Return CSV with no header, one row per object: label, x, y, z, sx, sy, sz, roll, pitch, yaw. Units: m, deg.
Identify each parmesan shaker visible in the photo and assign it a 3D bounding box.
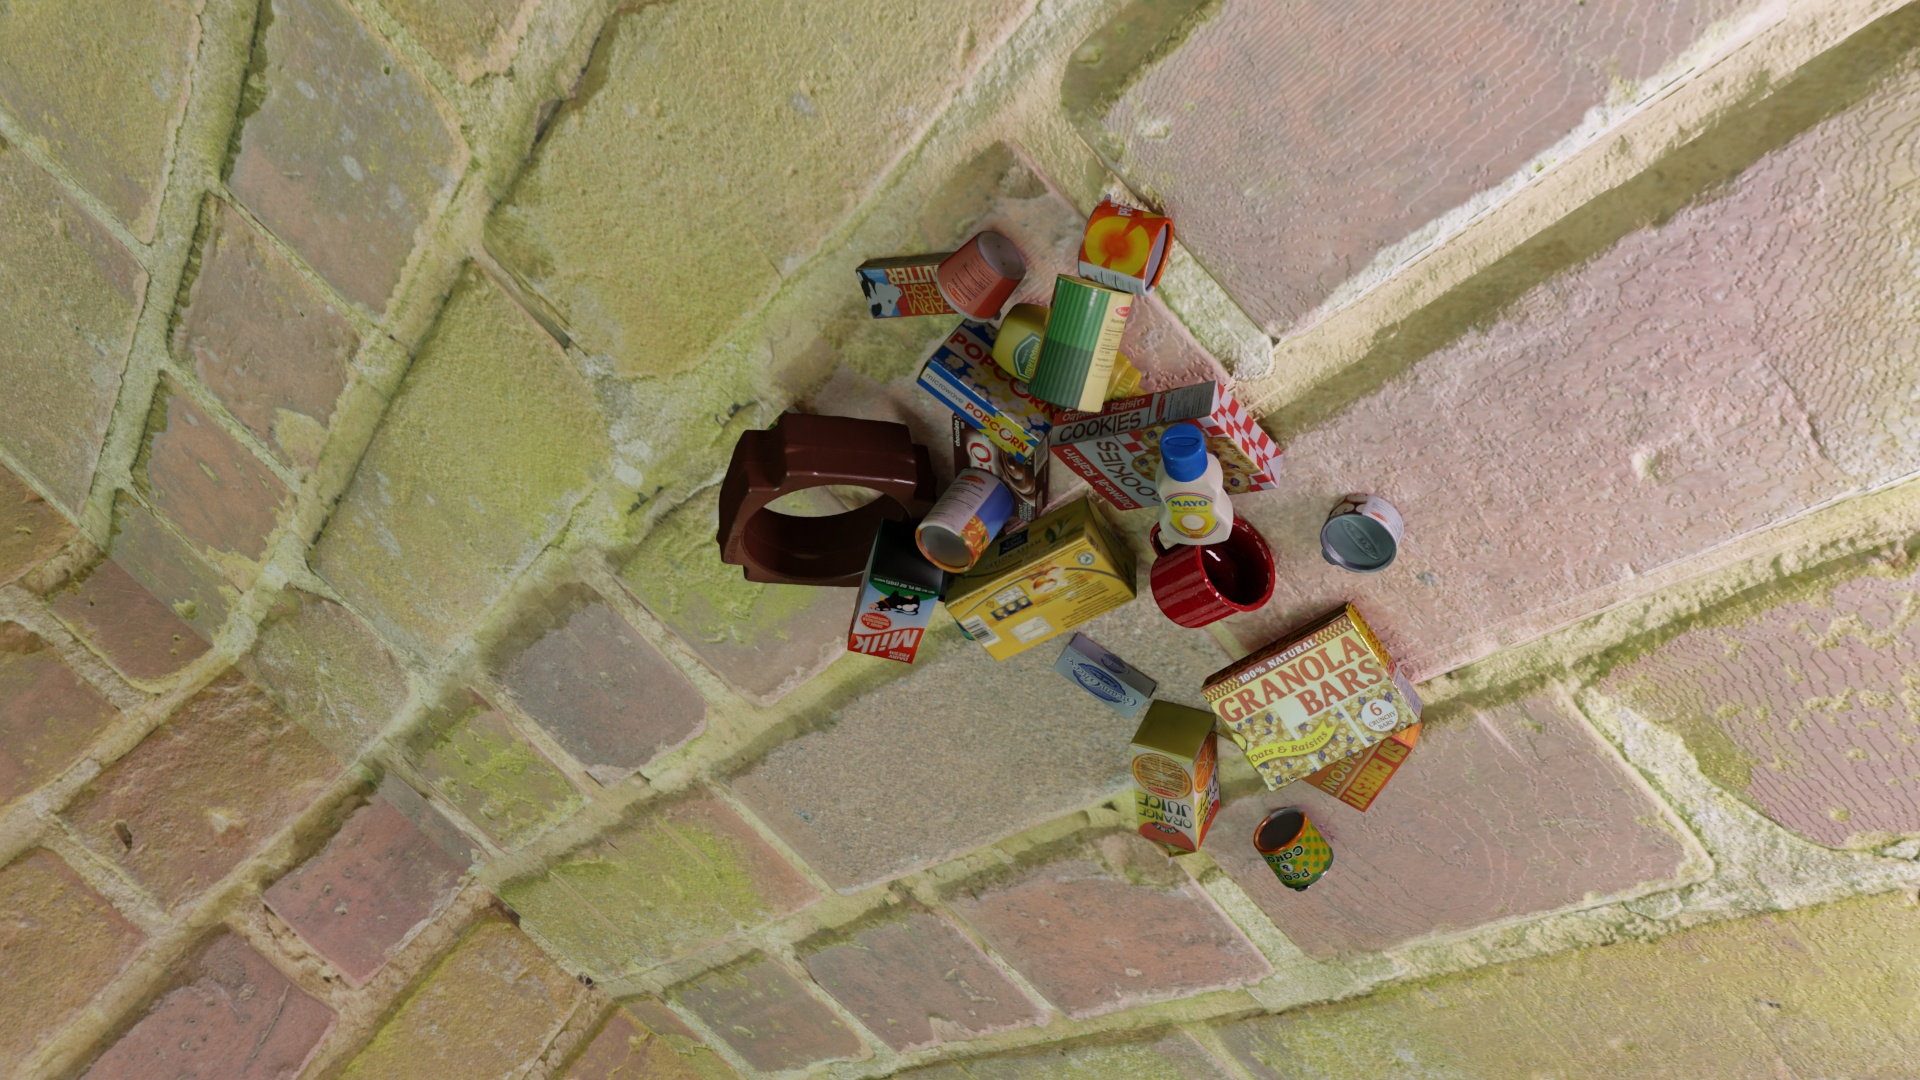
parmesan shaker,0.098,-0.166,1.166,0.071,0.071,0.102,20,105,19

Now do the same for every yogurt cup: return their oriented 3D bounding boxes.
yogurt cup,0.020,-0.233,1.213,0.072,0.073,0.053,43,131,-7

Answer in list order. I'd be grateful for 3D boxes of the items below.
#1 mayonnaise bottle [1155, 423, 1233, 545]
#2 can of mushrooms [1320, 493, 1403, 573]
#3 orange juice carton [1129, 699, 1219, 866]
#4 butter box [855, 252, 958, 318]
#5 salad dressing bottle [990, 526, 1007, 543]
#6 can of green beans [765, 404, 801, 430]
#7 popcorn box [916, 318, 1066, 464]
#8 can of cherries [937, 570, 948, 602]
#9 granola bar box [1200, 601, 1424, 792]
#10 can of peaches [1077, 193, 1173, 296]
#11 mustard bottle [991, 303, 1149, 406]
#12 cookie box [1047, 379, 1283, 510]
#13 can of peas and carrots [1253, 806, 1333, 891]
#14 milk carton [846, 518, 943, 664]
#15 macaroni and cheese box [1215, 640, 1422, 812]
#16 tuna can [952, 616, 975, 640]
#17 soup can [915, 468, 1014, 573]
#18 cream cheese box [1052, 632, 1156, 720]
mayonnaise bottle,0.196,-0.046,1.187,0.065,0.041,0.147,0,152,16
can of mushrooms,0.350,-0.006,1.215,0.071,0.034,0.070,19,136,19
orange juice carton,0.237,0.272,1.521,0.073,0.072,0.191,12,133,26
butter box,-0.044,-0.235,1.285,0.103,0.024,0.053,3,128,33
salad dressing bottle,0.035,0.016,1.439,0.147,0.064,0.044,42,150,-18
can of green beans,-0.179,-0.101,1.471,0.058,0.071,0.071,41,139,-5
popcorn box,0.034,-0.140,1.271,0.127,0.085,0.038,38,139,0
can of cherries,-0.007,0.026,1.475,0.071,0.059,0.071,19,136,20
granola bar box,0.330,0.150,1.313,0.165,0.039,0.124,-34,93,28
can of peaches,0.135,-0.239,1.126,0.058,0.071,0.070,21,137,18
mustard bottle,0.108,-0.154,1.234,0.160,0.049,0.065,27,133,10
cookie box,0.180,-0.079,1.226,0.167,0.040,0.122,-8,147,39
can of peas and carrots,0.357,0.332,1.494,0.070,0.071,0.058,-21,113,44
milk carton,-0.069,0.065,1.436,0.072,0.074,0.189,13,143,-7
macaroni and cheese box,0.354,0.186,1.384,0.166,0.040,0.123,28,138,11
tuna can,0.023,0.074,1.493,0.071,0.071,0.032,-10,120,40
soup can,0.005,-0.017,1.350,0.071,0.084,0.071,22,141,19
cream cheese box,0.155,0.147,1.500,0.104,0.024,0.053,33,140,5
